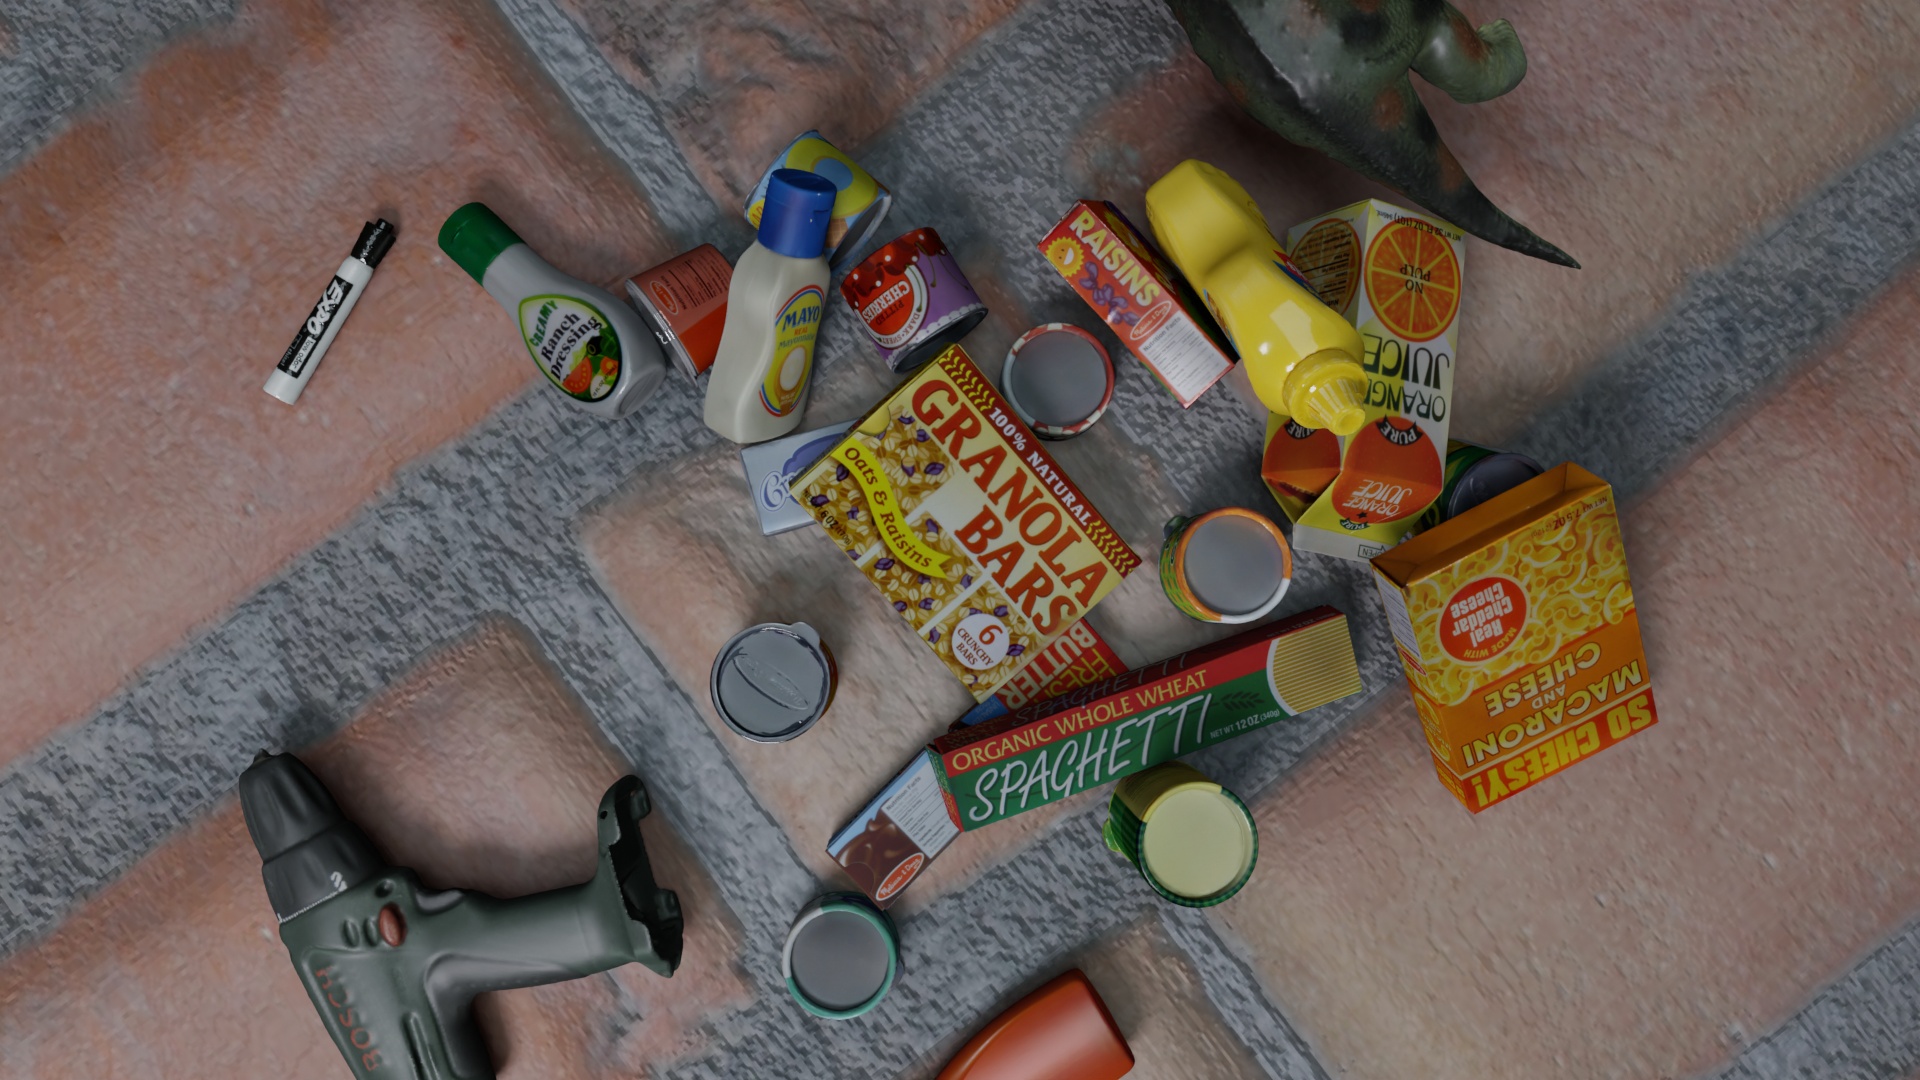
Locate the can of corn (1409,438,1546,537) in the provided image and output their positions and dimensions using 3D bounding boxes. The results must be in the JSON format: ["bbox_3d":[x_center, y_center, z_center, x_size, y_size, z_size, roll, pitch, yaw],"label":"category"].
[{"bbox_3d":[0.290,-0.020,0.791,0.071,0.058,0.071,-3,103,-12],"label":"can of corn"}]

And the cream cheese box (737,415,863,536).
[{"bbox_3d":[-0.072,-0.040,0.811,0.104,0.024,0.053,-15,87,-2],"label":"cream cheese box"}]

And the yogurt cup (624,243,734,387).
[{"bbox_3d":[-0.152,-0.134,0.797,0.054,0.072,0.072,-36,88,-11],"label":"yogurt cup"}]

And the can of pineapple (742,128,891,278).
[{"bbox_3d":[-0.082,-0.191,0.798,0.058,0.071,0.071,39,87,1],"label":"can of pineapple"}]

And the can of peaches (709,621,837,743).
[{"bbox_3d":[-0.102,0.078,0.787,0.071,0.058,0.071,0,86,-1],"label":"can of peaches"}]

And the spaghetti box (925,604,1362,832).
[{"bbox_3d":[0.106,0.099,0.783,0.250,0.029,0.050,-18,101,-10],"label":"spaghetti box"}]

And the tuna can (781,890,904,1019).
[{"bbox_3d":[-0.066,0.237,0.790,0.071,0.033,0.071,0,87,-1],"label":"tuna can"}]

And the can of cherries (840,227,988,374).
[{"bbox_3d":[-0.028,-0.137,0.794,0.071,0.071,0.058,-32,88,-2],"label":"can of cherries"}]

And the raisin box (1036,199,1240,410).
[{"bbox_3d":[0.105,-0.136,0.786,0.040,0.086,0.123,-43,88,21],"label":"raisin box"}]

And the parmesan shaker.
[{"bbox_3d":[0.118,0.160,0.763,0.071,0.103,0.071,0,87,-1],"label":"parmesan shaker"}]

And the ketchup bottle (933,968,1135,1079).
[{"bbox_3d":[0.021,0.307,0.783,0.149,0.043,0.065,-32,87,-3],"label":"ketchup bottle"}]

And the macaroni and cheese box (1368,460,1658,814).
[{"bbox_3d":[0.309,0.056,0.768,0.124,0.040,0.165,-26,117,-1],"label":"macaroni and cheese box"}]

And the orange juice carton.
[{"bbox_3d":[0.225,-0.085,0.783,0.072,0.073,0.192,9,85,-24],"label":"orange juice carton"}]

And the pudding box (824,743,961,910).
[{"bbox_3d":[-0.032,0.163,0.797,0.049,0.030,0.084,45,87,0],"label":"pudding box"}]

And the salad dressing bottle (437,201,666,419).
[{"bbox_3d":[-0.237,-0.134,0.802,0.148,0.044,0.064,42,111,5],"label":"salad dressing bottle"}]

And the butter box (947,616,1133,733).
[{"bbox_3d":[0.048,0.096,0.805,0.103,0.024,0.053,-41,89,-3],"label":"butter box"}]

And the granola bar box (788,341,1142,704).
[{"bbox_3d":[0.003,-0.010,0.785,0.124,0.039,0.165,-42,100,-1],"label":"granola bar box"}]

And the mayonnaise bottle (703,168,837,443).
[{"bbox_3d":[-0.101,-0.128,0.765,0.041,0.065,0.147,30,121,23],"label":"mayonnaise bottle"}]

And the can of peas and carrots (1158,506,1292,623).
[{"bbox_3d":[0.149,0.013,0.795,0.071,0.058,0.071,0,87,-1],"label":"can of peas and carrots"}]

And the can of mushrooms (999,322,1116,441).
[{"bbox_3d":[0.058,-0.093,0.812,0.071,0.033,0.071,0,86,0],"label":"can of mushrooms"}]
